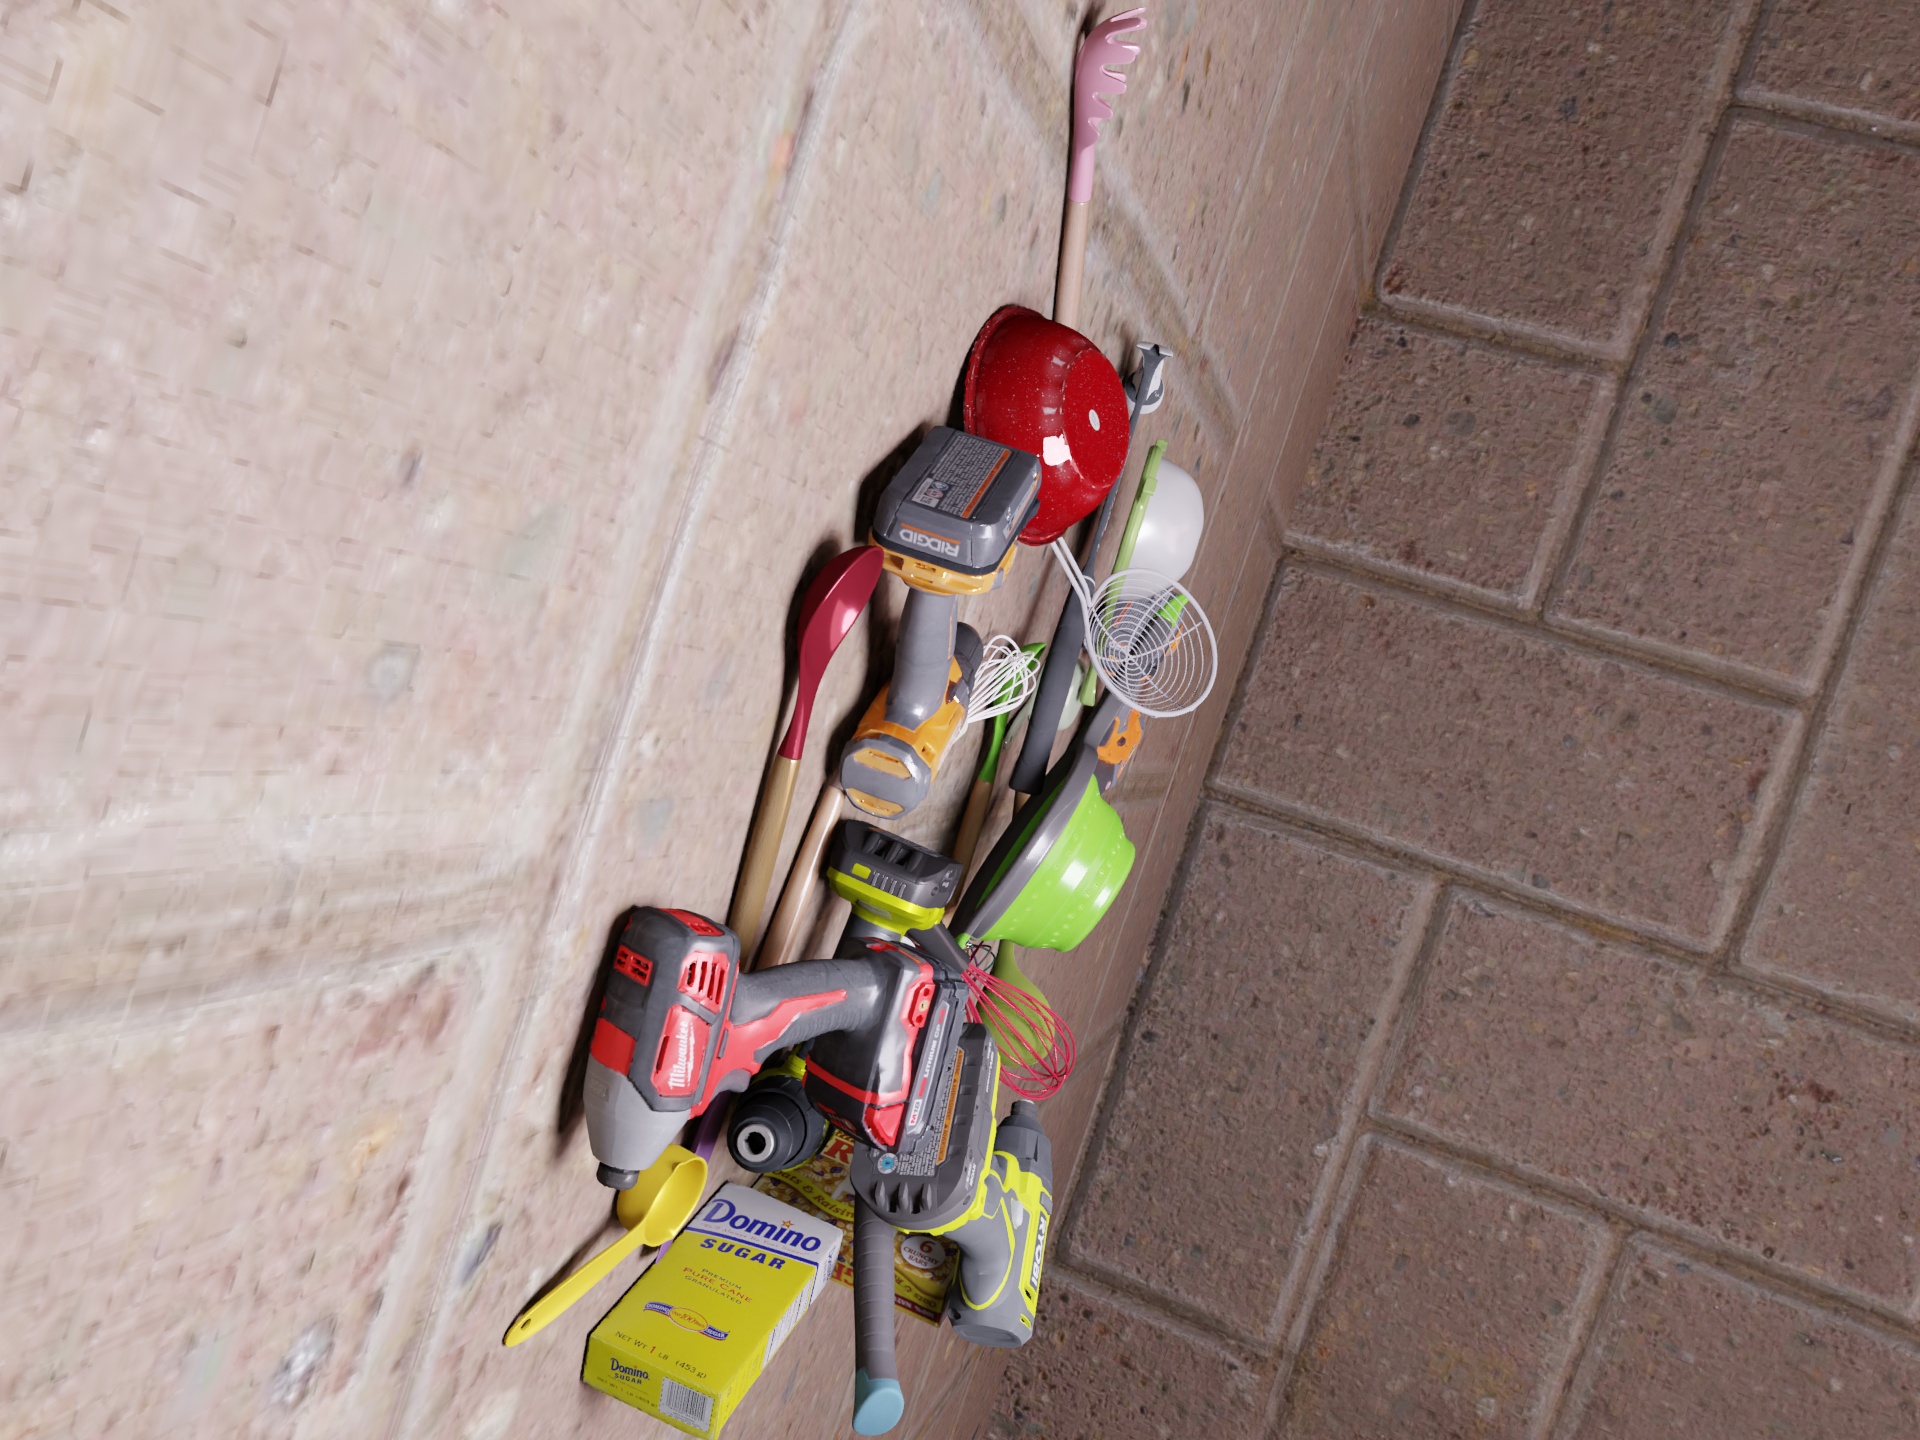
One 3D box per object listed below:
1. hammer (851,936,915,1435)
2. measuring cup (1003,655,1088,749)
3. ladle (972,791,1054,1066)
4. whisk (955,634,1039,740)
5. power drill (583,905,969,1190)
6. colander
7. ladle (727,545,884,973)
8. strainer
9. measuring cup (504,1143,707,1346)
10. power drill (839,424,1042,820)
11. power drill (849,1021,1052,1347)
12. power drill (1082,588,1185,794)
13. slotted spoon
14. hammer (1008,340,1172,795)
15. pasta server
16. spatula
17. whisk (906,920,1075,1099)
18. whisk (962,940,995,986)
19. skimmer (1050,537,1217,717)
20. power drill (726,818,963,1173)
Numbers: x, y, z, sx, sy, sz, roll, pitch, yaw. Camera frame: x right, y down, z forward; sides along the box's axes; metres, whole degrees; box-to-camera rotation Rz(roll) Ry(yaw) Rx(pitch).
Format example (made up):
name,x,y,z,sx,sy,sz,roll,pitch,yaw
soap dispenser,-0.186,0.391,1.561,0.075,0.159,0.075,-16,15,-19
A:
name,x,y,z,sx,sy,sz,roll,pitch,yaw
hammer,-0.062,0.320,1.111,0.128,0.033,0.331,122,-27,-43
measuring cup,0.081,-0.008,1.494,0.168,0.038,0.083,-51,155,-57
ladle,0.056,0.163,1.443,0.062,0.078,0.320,36,43,-30
whisk,-0.002,-0.004,1.210,0.246,0.058,0.059,-43,114,-55
power drill,-0.104,0.181,0.867,0.219,0.079,0.143,14,92,-47
colander,0.124,0.063,1.369,0.397,0.094,0.204,-56,-178,-20
ladle,-0.105,0.044,0.926,0.069,0.031,0.315,-20,130,-68
strainer,0.170,-0.122,1.460,0.151,0.069,0.256,-66,171,-64
measuring cup,-0.204,0.294,0.897,0.156,0.029,0.062,-33,141,-49
power drill,-0.011,-0.071,1.023,0.185,0.084,0.226,-61,167,-52
power drill,0.008,0.302,1.075,0.223,0.080,0.171,64,30,-47
power drill,0.164,-0.020,1.703,0.164,0.084,0.226,-53,161,-48
slotted spoon,0.014,0.075,1.385,0.070,0.031,0.313,-36,145,-71
hammer,0.112,-0.132,1.355,0.149,0.036,0.409,85,21,-80
pasta server,0.089,-0.342,1.121,0.316,0.040,0.060,94,10,-46
spatula,-0.134,0.191,1.014,0.060,0.018,0.316,79,31,-86
whisk,0.008,0.201,1.240,0.295,0.073,0.073,53,50,-33
whisk,-0.003,0.238,1.407,0.245,0.051,0.047,-60,175,-78
skimmer,0.108,-0.122,1.195,0.362,0.090,0.127,51,46,-55
power drill,-0.082,0.184,1.040,0.190,0.080,0.228,45,68,-83
